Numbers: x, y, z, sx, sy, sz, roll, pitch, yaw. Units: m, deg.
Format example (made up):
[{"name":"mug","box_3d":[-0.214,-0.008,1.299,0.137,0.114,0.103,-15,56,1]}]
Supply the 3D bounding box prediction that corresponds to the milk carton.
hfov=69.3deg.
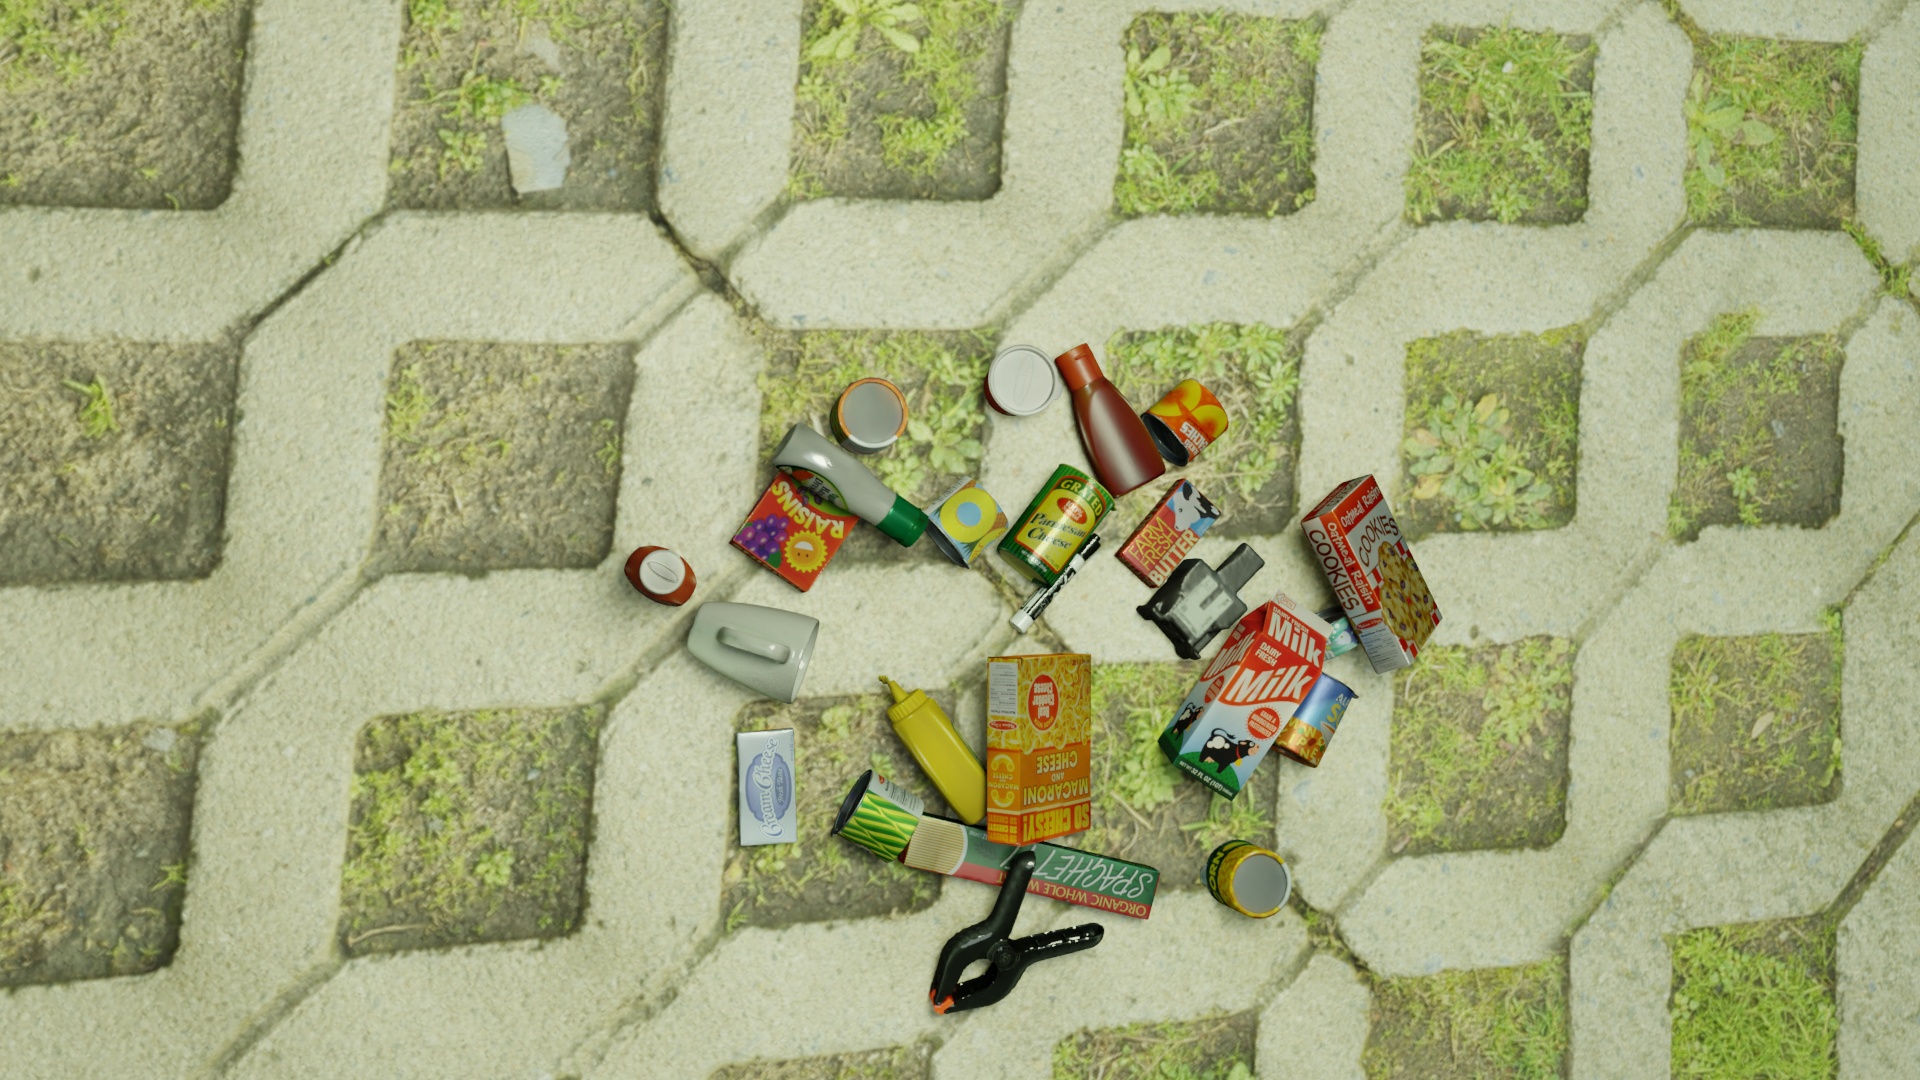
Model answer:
[{"name":"milk carton","box_3d":[0.275,0.143,1.324,0.072,0.073,0.190,33,95,-8]}]

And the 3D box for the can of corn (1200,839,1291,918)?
[{"name":"can of corn","box_3d":[0.276,0.327,1.343,0.071,0.058,0.071,1,86,-12]}]

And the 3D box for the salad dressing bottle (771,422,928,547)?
[{"name":"salad dressing bottle","box_3d":[-0.097,-0.047,1.244,0.147,0.064,0.044,34,71,-16]}]

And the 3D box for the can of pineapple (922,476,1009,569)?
[{"name":"can of pineapple","box_3d":[0.005,-0.016,1.300,0.058,0.071,0.071,-41,96,-11]}]

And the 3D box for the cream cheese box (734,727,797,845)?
[{"name":"cream cheese box","box_3d":[-0.177,0.225,1.268,0.053,0.024,0.104,-2,87,-11]}]

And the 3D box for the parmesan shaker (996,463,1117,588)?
[{"name":"parmesan shaker","box_3d":[0.092,-0.011,1.319,0.071,0.071,0.103,39,80,-8]}]

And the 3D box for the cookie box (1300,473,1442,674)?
[{"name":"cookie box","box_3d":[0.405,0.030,1.365,0.123,0.040,0.167,-31,94,-52]}]

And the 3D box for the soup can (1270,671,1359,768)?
[{"name":"soup can","box_3d":[0.340,0.173,1.361,0.071,0.071,0.084,30,82,-9]}]

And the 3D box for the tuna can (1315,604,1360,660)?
[{"name":"tuna can","box_3d":[0.364,0.092,1.370,0.071,0.071,0.033,-29,94,-12]}]

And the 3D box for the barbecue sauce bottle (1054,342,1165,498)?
[{"name":"barbecue sauce bottle","box_3d":[0.140,-0.118,1.348,0.065,0.043,0.148,-28,92,-12]}]

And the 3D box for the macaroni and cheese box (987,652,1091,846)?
[{"name":"macaroni and cheese box","box_3d":[0.074,0.189,1.283,0.124,0.040,0.166,4,85,-53]}]

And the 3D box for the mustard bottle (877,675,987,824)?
[{"name":"mustard bottle","box_3d":[-0.024,0.187,1.283,0.049,0.065,0.160,-36,92,-9]}]

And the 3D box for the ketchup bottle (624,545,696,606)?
[{"name":"ketchup bottle","box_3d":[-0.258,0.029,1.198,0.065,0.148,0.043,32,80,-9]}]

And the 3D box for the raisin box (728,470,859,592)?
[{"name":"raisin box","box_3d":[-0.143,-0.025,1.282,0.086,0.040,0.123,36,79,-9]}]

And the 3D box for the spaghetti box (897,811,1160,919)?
[{"name":"spaghetti box","box_3d":[0.068,0.307,1.314,0.250,0.028,0.050,15,85,-11]}]

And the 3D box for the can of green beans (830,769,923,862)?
[{"name":"can of green beans","box_3d":[-0.075,0.252,1.267,0.058,0.071,0.071,32,81,-9]}]

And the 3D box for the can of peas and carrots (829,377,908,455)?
[{"name":"can of peas and carrots","box_3d":[-0.086,-0.118,1.290,0.071,0.058,0.071,1,87,-13]}]

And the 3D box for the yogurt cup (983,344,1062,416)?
[{"name":"yogurt cup","box_3d":[0.054,-0.149,1.325,0.072,0.054,0.072,1,87,-12]}]

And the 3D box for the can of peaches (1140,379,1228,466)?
[{"name":"can of peaches","box_3d":[0.220,-0.114,1.351,0.058,0.071,0.071,-40,95,-12]}]

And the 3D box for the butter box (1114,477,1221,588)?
[{"name":"butter box","box_3d":[0.204,-0.007,1.364,0.053,0.024,0.104,43,79,-7]}]
